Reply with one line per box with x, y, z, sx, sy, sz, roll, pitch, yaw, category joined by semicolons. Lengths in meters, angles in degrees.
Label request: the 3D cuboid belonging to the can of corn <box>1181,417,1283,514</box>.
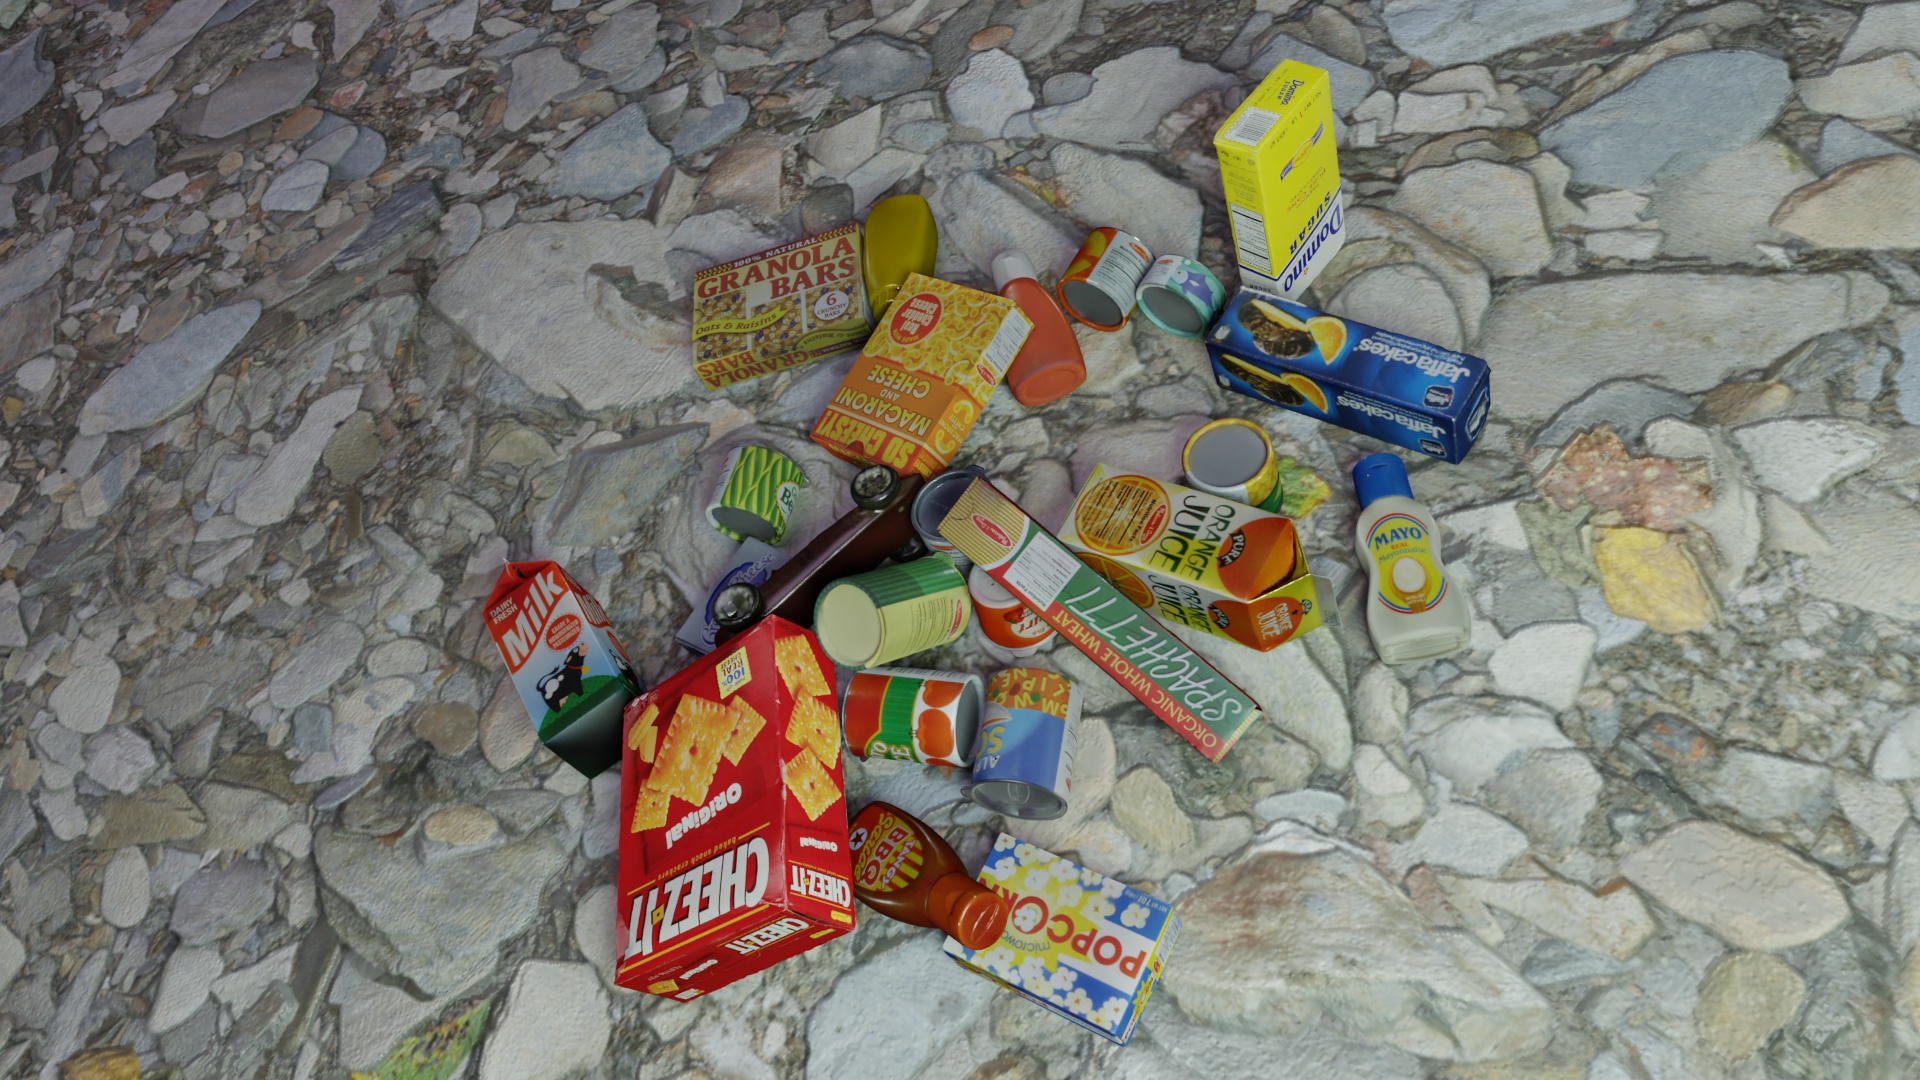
0.198;-0.049;1.005;0.071;0.058;0.071;-10;55;14;can of corn

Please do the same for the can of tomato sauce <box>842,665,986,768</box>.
-0.031;0.124;0.970;0.083;0.071;0.071;3;59;22;can of tomato sauce

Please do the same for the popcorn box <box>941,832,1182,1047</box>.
0.063;0.247;0.867;0.127;0.038;0.085;17;66;29;popcorn box

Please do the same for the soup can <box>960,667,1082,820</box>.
0.042;0.136;0.932;0.071;0.071;0.084;-1;57;20;soup can

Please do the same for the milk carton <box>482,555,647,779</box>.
-0.313;0.087;1.096;0.073;0.072;0.191;-36;52;-5;milk carton

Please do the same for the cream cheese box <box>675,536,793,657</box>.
-0.174;0.050;1.100;0.053;0.024;0.104;21;67;31;cream cheese box

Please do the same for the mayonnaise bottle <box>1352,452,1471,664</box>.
0.297;0.009;0.939;0.065;0.041;0.149;-13;54;14;mayonnaise bottle

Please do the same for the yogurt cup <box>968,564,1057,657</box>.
0.039;0.039;1.008;0.072;0.053;0.073;-10;54;14;yogurt cup

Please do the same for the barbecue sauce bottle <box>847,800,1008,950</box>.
-0.026;0.216;0.884;0.065;0.043;0.148;-55;32;-14;barbecue sauce bottle

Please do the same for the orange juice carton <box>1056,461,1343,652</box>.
0.170;0.016;0.964;0.193;0.071;0.073;19;66;30;orange juice carton

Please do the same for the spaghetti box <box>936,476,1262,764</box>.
0.092;0.052;0.940;0.250;0.028;0.050;40;96;17;spaghetti box

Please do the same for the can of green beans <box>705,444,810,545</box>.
-0.167;-0.036;1.129;0.071;0.071;0.058;4;60;23;can of green beans

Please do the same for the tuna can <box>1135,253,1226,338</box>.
0.177;-0.192;1.109;0.071;0.071;0.033;24;69;32;tuna can

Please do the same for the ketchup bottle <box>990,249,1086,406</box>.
0.058;-0.182;1.158;0.064;0.043;0.149;-22;52;10;ketchup bottle

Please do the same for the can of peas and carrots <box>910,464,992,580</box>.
0.004;-0.013;1.054;0.071;0.058;0.071;-10;54;14;can of peas and carrots

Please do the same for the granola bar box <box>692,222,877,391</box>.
-0.162;-0.214;1.265;0.165;0.039;0.125;-15;53;11;granola bar box

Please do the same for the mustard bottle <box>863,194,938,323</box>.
-0.056;-0.237;1.235;0.065;0.048;0.161;-7;56;16;mustard bottle

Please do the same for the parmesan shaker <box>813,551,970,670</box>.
-0.048;0.048;0.990;0.071;0.103;0.071;5;100;34;parmesan shaker

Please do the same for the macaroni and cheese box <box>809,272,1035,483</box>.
-0.034;-0.131;1.132;0.124;0.040;0.166;24;78;41;macaroni and cheese box

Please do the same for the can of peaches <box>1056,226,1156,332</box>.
0.119;-0.213;1.144;0.071;0.071;0.058;19;67;30;can of peaches
